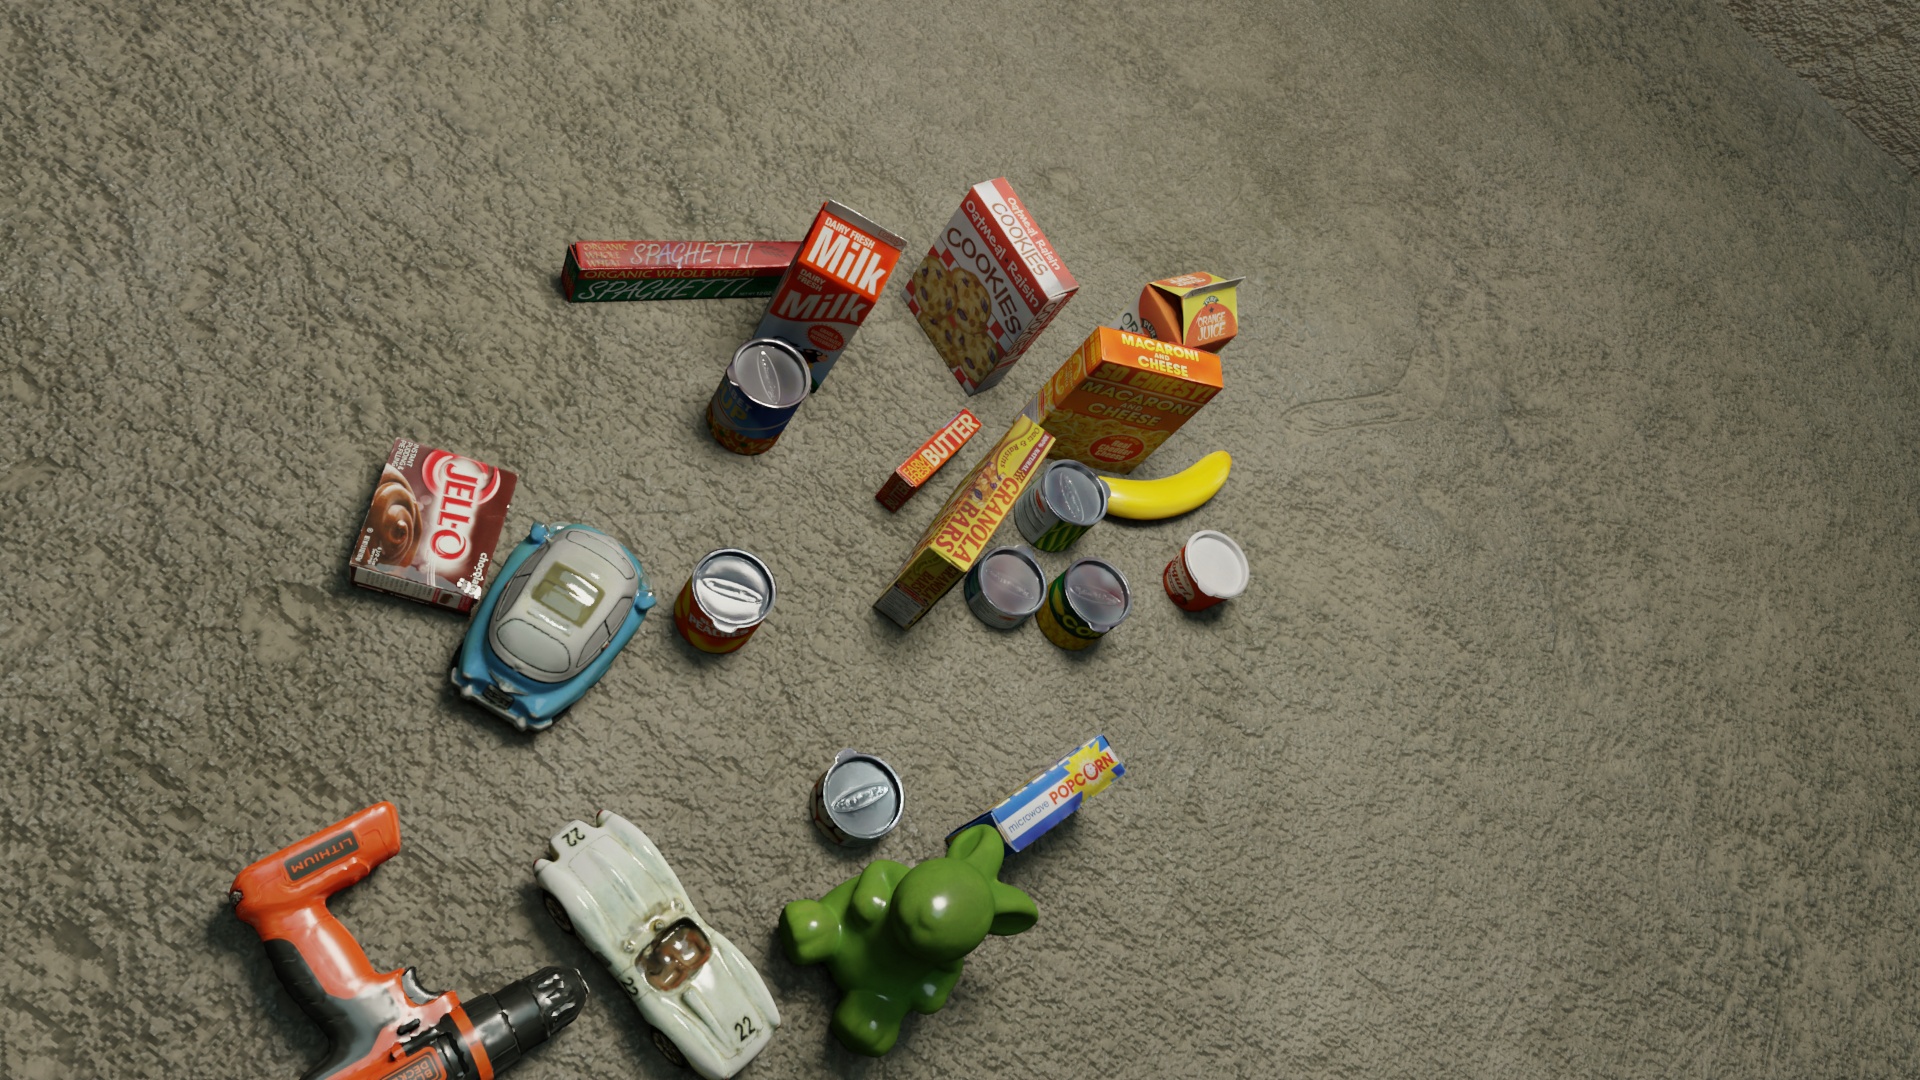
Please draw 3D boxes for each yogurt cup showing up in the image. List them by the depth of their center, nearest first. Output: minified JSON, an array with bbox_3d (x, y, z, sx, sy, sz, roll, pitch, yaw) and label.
[{"bbox_3d":[0.224,0.031,1.284,0.072,0.053,0.073,12,60,-21],"label":"yogurt cup"}]

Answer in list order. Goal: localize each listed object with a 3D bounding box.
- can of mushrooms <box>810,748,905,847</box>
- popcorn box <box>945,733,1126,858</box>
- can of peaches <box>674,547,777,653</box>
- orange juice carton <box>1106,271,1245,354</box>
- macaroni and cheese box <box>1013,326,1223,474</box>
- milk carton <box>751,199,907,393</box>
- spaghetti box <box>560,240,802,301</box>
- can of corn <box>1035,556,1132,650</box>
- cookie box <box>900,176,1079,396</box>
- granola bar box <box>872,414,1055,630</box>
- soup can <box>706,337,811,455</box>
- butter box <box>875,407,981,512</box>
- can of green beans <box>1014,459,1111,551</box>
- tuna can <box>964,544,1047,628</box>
[{"bbox_3d":[-0.079,0.195,1.055,0.071,0.033,0.071,12,60,-21],"label":"can of mushrooms"},{"bbox_3d":[0.059,0.207,1.087,0.127,0.085,0.038,-28,80,-35],"label":"popcorn box"},{"bbox_3d":[-0.182,0.049,1.066,0.071,0.057,0.071,12,60,-21],"label":"can of peaches"},{"bbox_3d":[0.188,-0.186,1.295,0.072,0.191,0.073,-17,74,-33],"label":"orange juice carton"},{"bbox_3d":[0.139,-0.124,1.253,0.124,0.165,0.040,10,61,-22],"label":"macaroni and cheese box"},{"bbox_3d":[-0.110,-0.210,1.157,0.072,0.189,0.074,26,56,-13],"label":"milk carton"},{"bbox_3d":[-0.216,-0.234,1.203,0.251,0.050,0.029,-7,69,-30],"label":"spaghetti box"},{"bbox_3d":[0.106,0.058,1.207,0.071,0.058,0.071,12,60,-21],"label":"can of corn"},{"bbox_3d":[0.023,-0.225,1.247,0.040,0.166,0.123,-26,79,-35],"label":"cookie box"},{"bbox_3d":[0.004,-0.014,1.153,0.039,0.123,0.166,38,54,-5],"label":"granola bar box"},{"bbox_3d":[-0.170,-0.118,1.144,0.071,0.083,0.071,12,60,-21],"label":"soup can"},{"bbox_3d":[-0.027,-0.070,1.210,0.024,0.053,0.104,45,54,0],"label":"butter box"},{"bbox_3d":[0.090,-0.030,1.246,0.071,0.057,0.071,12,60,-21],"label":"can of green beans"},{"bbox_3d":[0.040,0.039,1.199,0.071,0.032,0.071,12,60,-21],"label":"tuna can"}]
